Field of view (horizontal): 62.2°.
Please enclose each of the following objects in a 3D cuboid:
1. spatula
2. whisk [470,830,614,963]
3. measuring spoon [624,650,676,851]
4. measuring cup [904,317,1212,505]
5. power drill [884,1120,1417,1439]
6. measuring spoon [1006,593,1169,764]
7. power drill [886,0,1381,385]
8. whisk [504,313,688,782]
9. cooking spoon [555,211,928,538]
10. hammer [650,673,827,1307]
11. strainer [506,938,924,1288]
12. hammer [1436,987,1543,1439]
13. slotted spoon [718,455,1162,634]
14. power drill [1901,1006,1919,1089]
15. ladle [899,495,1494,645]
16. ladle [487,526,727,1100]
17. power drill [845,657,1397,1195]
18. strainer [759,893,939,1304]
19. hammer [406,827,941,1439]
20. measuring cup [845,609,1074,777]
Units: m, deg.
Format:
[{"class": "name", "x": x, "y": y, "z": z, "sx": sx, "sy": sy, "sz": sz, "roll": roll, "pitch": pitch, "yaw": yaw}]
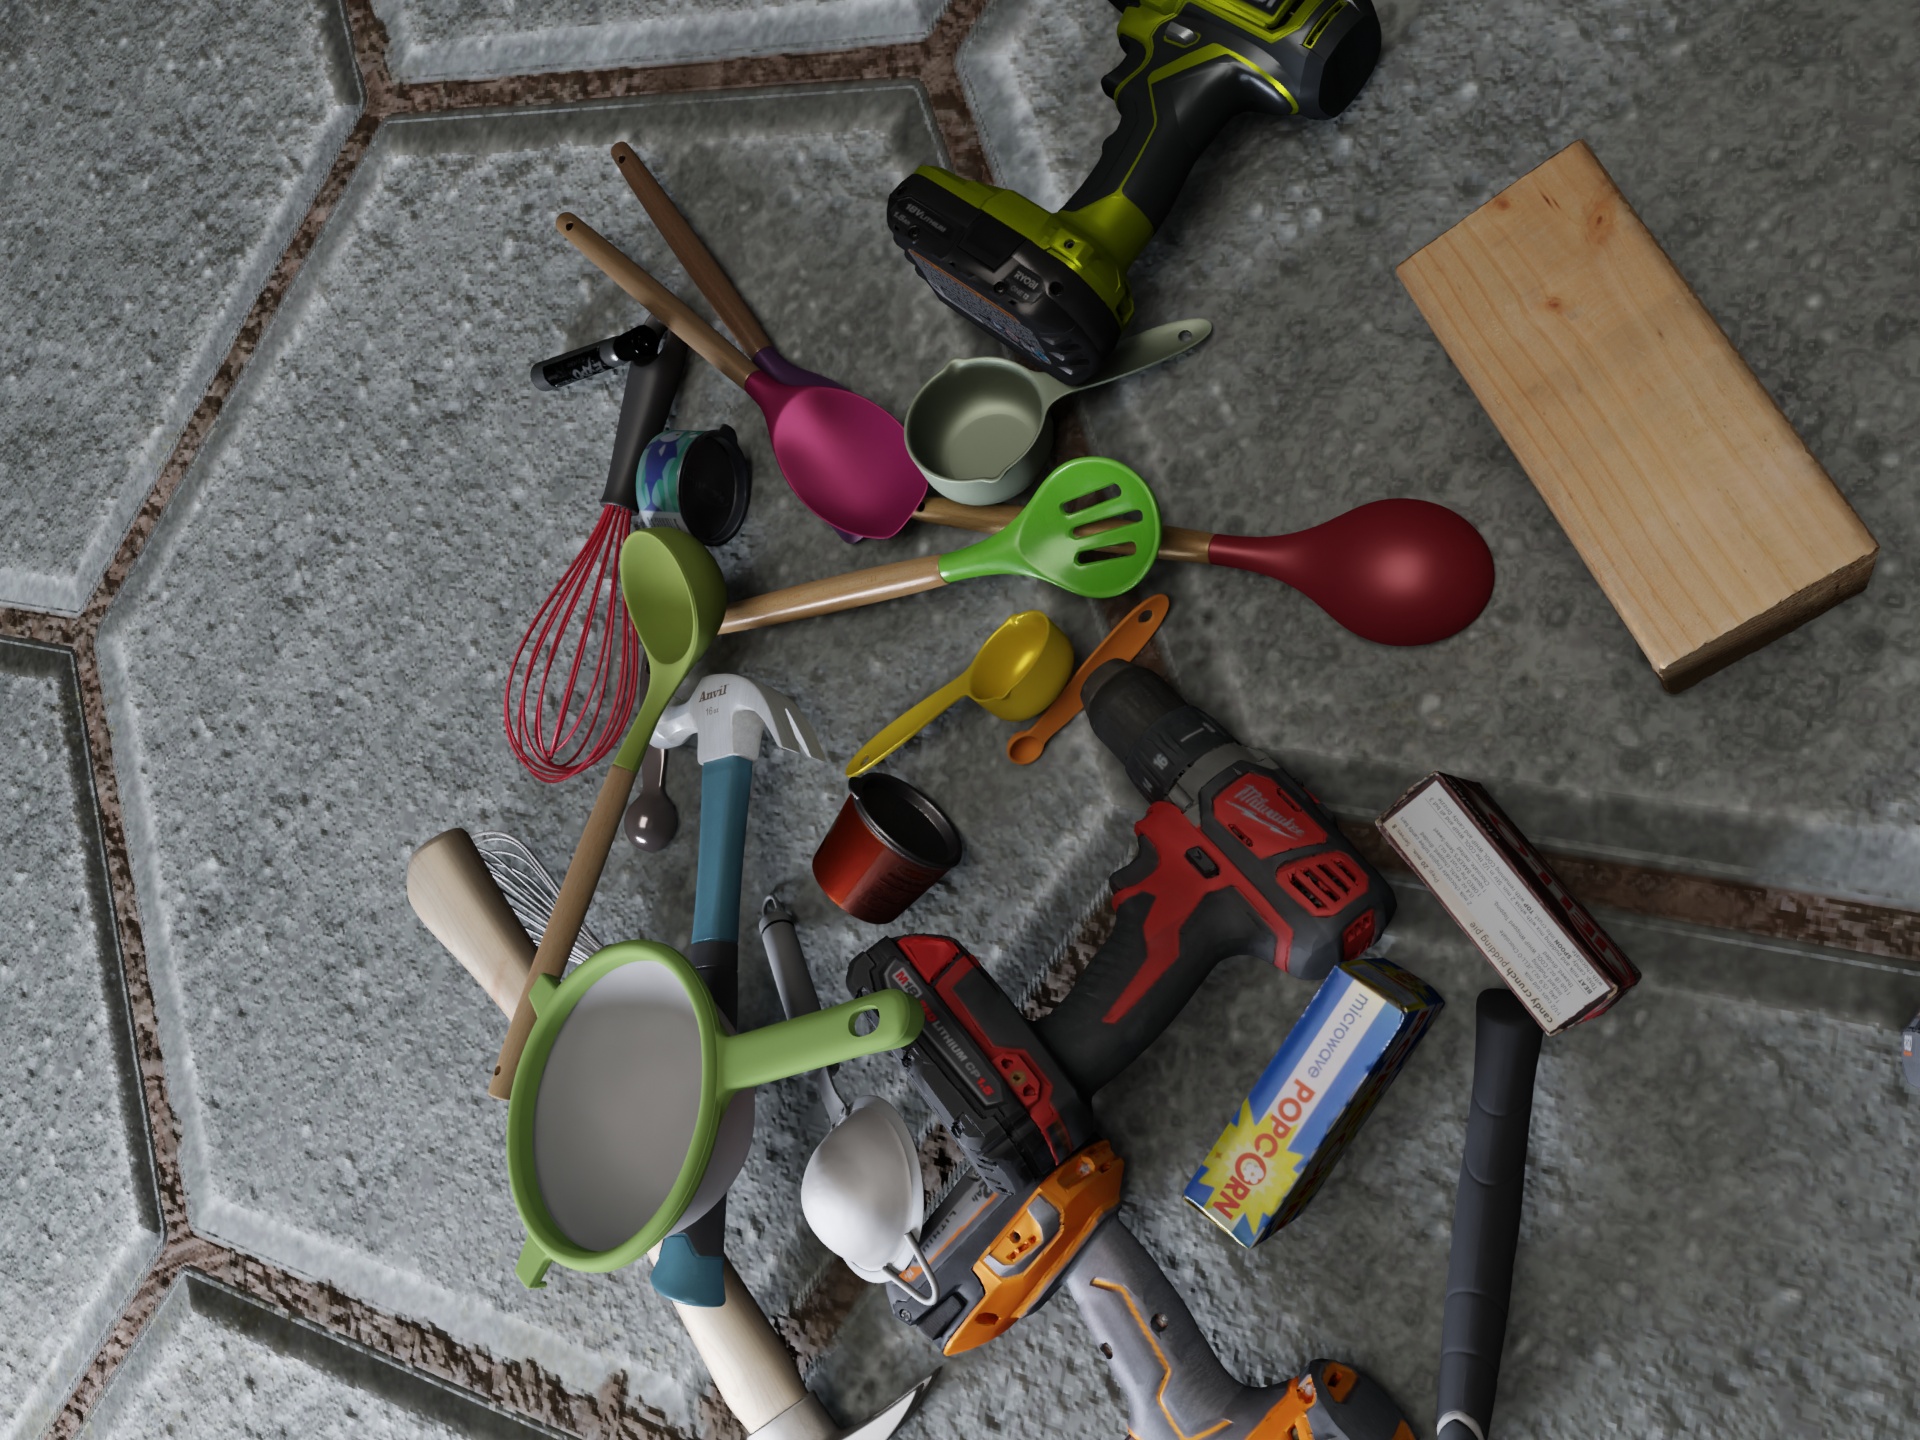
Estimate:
[{"class": "spatula", "x": -0.126, "y": -0.234, "z": 0.934, "sx": 0.060, "sy": 0.018, "sz": 0.316, "roll": -41, "pitch": 69, "yaw": 17}, {"class": "whisk", "x": -0.212, "y": 0.135, "z": 0.922, "sx": 0.246, "sy": 0.057, "sz": 0.059, "roll": 30, "pitch": 70, "yaw": 22}, {"class": "measuring spoon", "x": -0.185, "y": 0.015, "z": 0.935, "sx": 0.034, "sy": 0.018, "sz": 0.124, "roll": -5, "pitch": 81, "yaw": 27}, {"class": "measuring cup", "x": 0.054, "y": -0.165, "z": 0.829, "sx": 0.167, "sy": 0.038, "sz": 0.083, "roll": -21, "pitch": 63, "yaw": 6}, {"class": "power drill", "x": 0.074, "y": 0.309, "z": 0.735, "sx": 0.227, "sy": 0.084, "sz": 0.164, "roll": 42, "pitch": 105, "yaw": 21}, {"class": "measuring spoon", "x": 0.064, "y": -0.022, "z": 0.813, "sx": 0.117, "sy": 0.021, "sz": 0.011, "roll": -48, "pitch": 36, "yaw": 14}, {"class": "power drill", "x": 0.074, "y": -0.296, "z": 0.795, "sx": 0.171, "sy": 0.080, "sz": 0.223, "roll": 40, "pitch": 90, "yaw": 25}, {"class": "whisk", "x": -0.206, "y": -0.107, "z": 0.942, "sx": 0.073, "sy": 0.073, "sz": 0.296, "roll": 9, "pitch": 82, "yaw": 28}, {"class": "cooking spoon", "x": -0.135, "y": -0.209, "z": 0.916, "sx": 0.319, "sy": 0.017, "sz": 0.068, "roll": 42, "pitch": 102, "yaw": 22}, {"class": "hammer", "x": -0.131, "y": 0.132, "z": 0.836, "sx": 0.128, "sy": 0.033, "sz": 0.331, "roll": -15, "pitch": 65, "yaw": 38}, {"class": "strainer", "x": -0.103, "y": 0.167, "z": 0.729, "sx": 0.256, "sy": 0.069, "sz": 0.152, "roll": -23, "pitch": 59, "yaw": 32}, {"class": "hammer", "x": 0.207, "y": 0.315, "z": 0.656, "sx": 0.036, "sy": 0.149, "sz": 0.409, "roll": 5, "pitch": 77, "yaw": 27}, {"class": "slotted spoon", "x": -0.029, "y": -0.078, "z": 0.847, "sx": 0.314, "sy": 0.031, "sz": 0.070, "roll": -10, "pitch": 98, "yaw": 33}, {"class": "power drill", "x": 0.435, "y": 0.052, "z": 0.580, "sx": 0.185, "sy": 0.084, "sz": 0.226, "roll": 33, "pitch": 95, "yaw": 27}, {"class": "ladle", "x": 0.104, "y": -0.090, "z": 0.796, "sx": 0.315, "sy": 0.031, "sz": 0.069, "roll": 12, "pitch": 91, "yaw": 29}, {"class": "ladle", "x": -0.202, "y": 0.047, "z": 0.862, "sx": 0.078, "sy": 0.062, "sz": 0.320, "roll": 9, "pitch": 77, "yaw": 50}, {"class": "power drill", "x": 0.059, "y": 0.084, "z": 0.735, "sx": 0.226, "sy": 0.080, "sz": 0.188, "roll": -35, "pitch": 59, "yaw": -10}, {"class": "strainer", "x": -0.071, "y": 0.180, "z": 0.801, "sx": 0.086, "sy": 0.050, "sz": 0.259, "roll": -61, "pitch": 34, "yaw": 28}, {"class": "hammer", "x": -0.176, "y": 0.227, "z": 0.865, "sx": 0.146, "sy": 0.038, "sz": 0.411, "roll": -39, "pitch": 77, "yaw": 16}, {"class": "measuring cup", "x": -0.001, "y": -0.003, "z": 0.838, "sx": 0.156, "sy": 0.029, "sz": 0.062, "roll": -34, "pitch": 32, "yaw": 34}]
